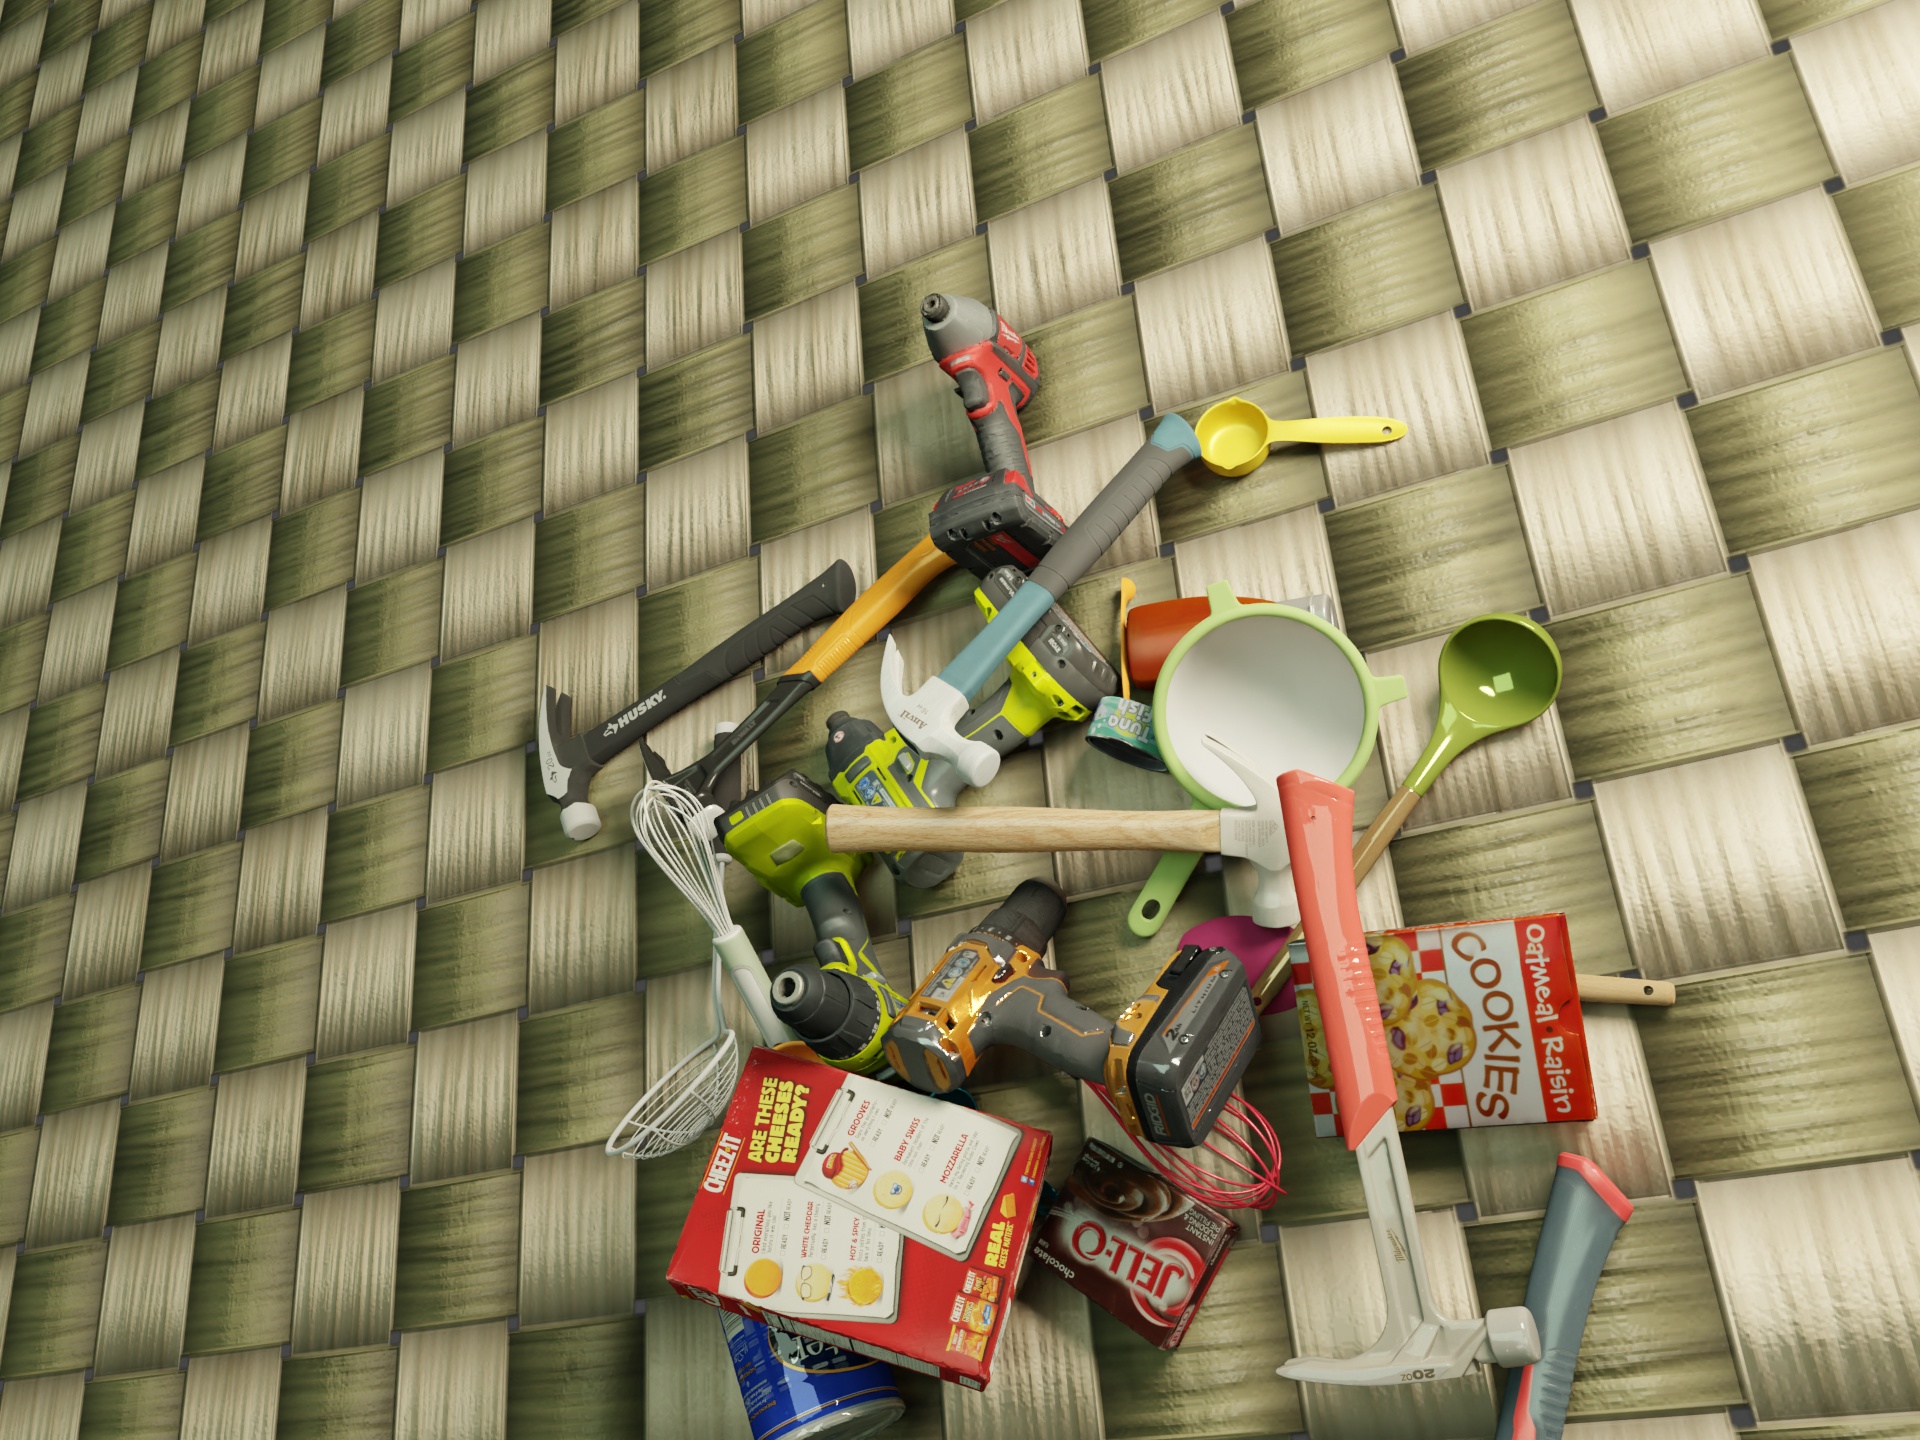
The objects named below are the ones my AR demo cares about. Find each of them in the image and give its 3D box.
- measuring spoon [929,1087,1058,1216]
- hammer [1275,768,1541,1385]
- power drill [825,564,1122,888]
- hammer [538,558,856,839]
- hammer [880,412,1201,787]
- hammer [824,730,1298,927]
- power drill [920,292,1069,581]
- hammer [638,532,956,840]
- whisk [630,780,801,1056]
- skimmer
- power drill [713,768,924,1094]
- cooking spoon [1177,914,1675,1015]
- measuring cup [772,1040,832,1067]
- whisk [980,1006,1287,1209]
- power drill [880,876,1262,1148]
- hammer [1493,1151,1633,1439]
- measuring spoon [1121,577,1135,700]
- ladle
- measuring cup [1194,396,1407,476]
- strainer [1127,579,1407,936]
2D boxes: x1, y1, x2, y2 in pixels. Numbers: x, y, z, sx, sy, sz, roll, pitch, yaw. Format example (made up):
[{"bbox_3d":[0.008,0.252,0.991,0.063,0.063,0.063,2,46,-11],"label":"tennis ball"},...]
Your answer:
[{"bbox_3d":[0.026,0.308,1.122,0.129,0.021,0.042,37,80,25],"label":"measuring spoon"},{"bbox_3d":[0.231,0.207,0.958,0.149,0.036,0.359,-16,75,24],"label":"hammer"},{"bbox_3d":[-0.002,-0.004,1.221,0.223,0.080,0.171,-44,53,10],"label":"power drill"},{"bbox_3d":[-0.231,-0.039,1.382,0.335,0.035,0.146,-33,60,14],"label":"hammer"},{"bbox_3d":[0.067,-0.102,1.153,0.128,0.033,0.331,31,70,31],"label":"hammer"},{"bbox_3d":[0.065,0.073,1.100,0.331,0.031,0.130,0,102,15],"label":"hammer"},{"bbox_3d":[0.020,-0.230,1.257,0.078,0.143,0.220,-17,66,24],"label":"power drill"},{"bbox_3d":[-0.118,-0.051,1.301,0.337,0.034,0.127,-43,43,-2],"label":"hammer"},{"bbox_3d":[-0.179,0.154,1.194,0.058,0.059,0.246,-22,104,16],"label":"whisk"},{"bbox_3d":[-0.220,0.164,1.264,0.127,0.090,0.364,-34,50,51],"label":"skimmer"},{"bbox_3d":[-0.100,0.152,1.148,0.080,0.190,0.229,-33,54,10],"label":"power drill"},{"bbox_3d":[0.289,0.165,1.030,0.319,0.017,0.069,-1,71,29],"label":"cooking spoon"},{"bbox_3d":[-0.076,0.297,1.160,0.174,0.052,0.095,19,81,25],"label":"measuring cup"},{"bbox_3d":[0.098,0.243,1.081,0.296,0.073,0.073,25,84,39],"label":"whisk"},{"bbox_3d":[0.083,0.183,1.060,0.226,0.084,0.185,5,38,36],"label":"power drill"},{"bbox_3d":[0.300,0.437,0.907,0.143,0.038,0.386,9,76,32],"label":"hammer"},{"bbox_3d":[0.127,-0.059,1.194,0.011,0.021,0.117,-3,57,10],"label":"measuring spoon"},{"bbox_3d":[0.280,0.066,1.042,0.078,0.062,0.320,36,89,16],"label":"ladle"},{"bbox_3d":[0.256,-0.212,1.197,0.156,0.029,0.062,2,71,17],"label":"measuring cup"},{"bbox_3d":[0.187,0.037,1.116,0.151,0.069,0.256,29,105,6],"label":"strainer"}]
